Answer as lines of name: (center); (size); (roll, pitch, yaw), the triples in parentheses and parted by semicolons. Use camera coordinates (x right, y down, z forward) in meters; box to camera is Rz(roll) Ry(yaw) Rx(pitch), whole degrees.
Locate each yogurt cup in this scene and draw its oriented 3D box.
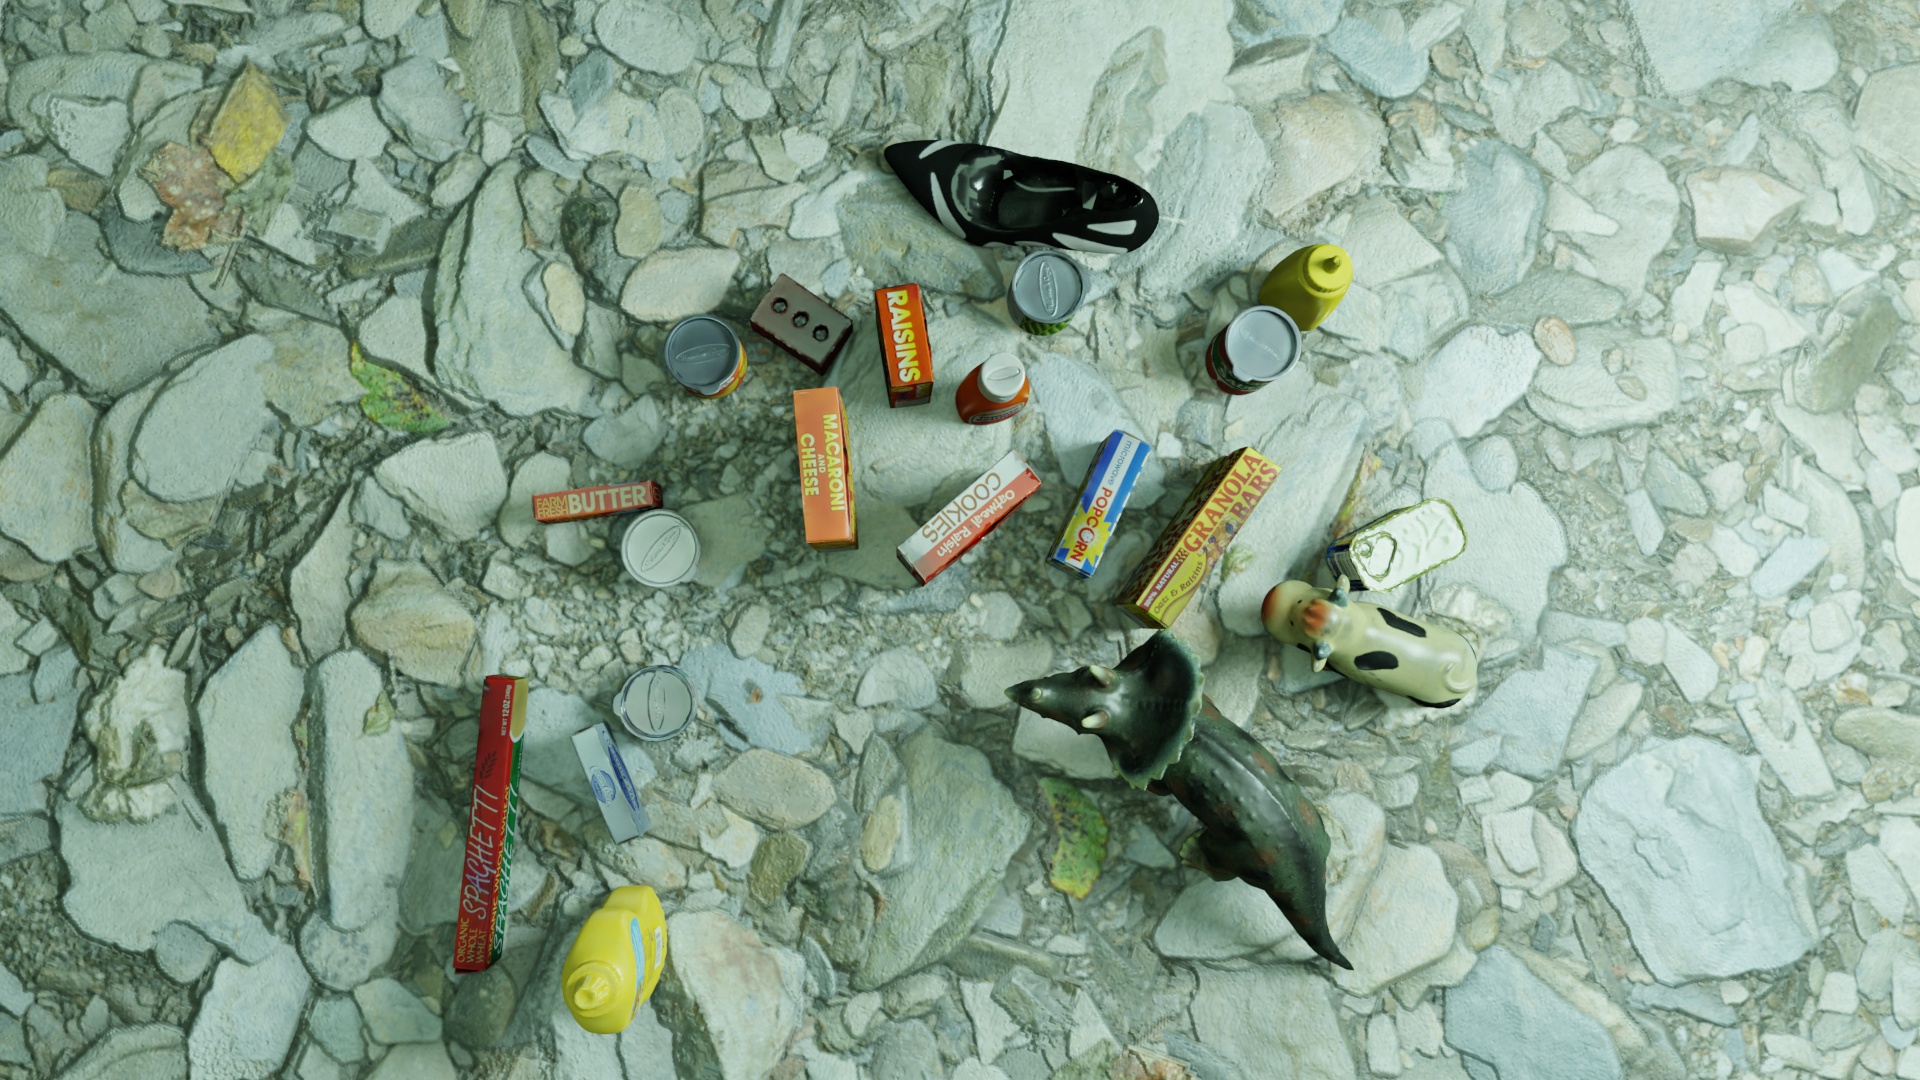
yogurt cup: (-0.258, 0.008, 1.213); (0.072, 0.054, 0.072); (0, 87, -3)

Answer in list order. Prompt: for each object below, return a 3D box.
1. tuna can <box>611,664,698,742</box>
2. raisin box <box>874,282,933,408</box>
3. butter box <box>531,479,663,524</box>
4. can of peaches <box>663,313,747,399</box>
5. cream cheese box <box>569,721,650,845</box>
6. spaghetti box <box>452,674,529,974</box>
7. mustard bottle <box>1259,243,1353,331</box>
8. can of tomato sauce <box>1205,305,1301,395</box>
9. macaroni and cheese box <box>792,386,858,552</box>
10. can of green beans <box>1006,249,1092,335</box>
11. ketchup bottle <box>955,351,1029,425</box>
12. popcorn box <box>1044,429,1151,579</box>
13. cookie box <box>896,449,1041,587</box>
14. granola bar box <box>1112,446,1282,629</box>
tuna can: (-0.266, 0.142, 1.214); (0.071, 0.033, 0.071); (0, 86, -3)
raisin box: (-0.048, -0.165, 1.200); (0.040, 0.123, 0.086); (-9, 87, -3)
butter box: (-0.316, -0.033, 1.213); (0.103, 0.053, 0.024); (-8, 87, -3)
can of peaches: (-0.223, -0.159, 1.223); (0.071, 0.058, 0.071); (0, 87, -3)
cream cheese box: (-0.302, 0.208, 1.198); (0.024, 0.053, 0.104); (-23, 88, -4)
spaghetti box: (-0.402, 0.241, 1.192); (0.029, 0.050, 0.250); (5, 86, -3)
mustard bottle: (0.307, -0.224, 1.203); (0.065, 0.160, 0.049); (37, 86, 0)
can of tomato sauce: (0.258, -0.166, 1.236); (0.071, 0.083, 0.071); (0, 87, -3)
macaroni and cheese box: (-0.111, -0.056, 1.168); (0.040, 0.166, 0.123); (-5, 87, -3)
can of green beans: (0.076, -0.220, 1.243); (0.071, 0.058, 0.071); (0, 87, -3)
ketchup bottle: (0.030, -0.131, 1.189); (0.065, 0.148, 0.043); (-15, 88, -3)
popcorn box: (0.120, -0.030, 1.219); (0.038, 0.085, 0.127); (26, 86, -1)
cookie box: (0.004, -0.015, 1.171); (0.123, 0.167, 0.040); (-41, 90, -4)
granola bar box: (0.201, -0.001, 1.202); (0.039, 0.124, 0.165); (36, 86, 0)
